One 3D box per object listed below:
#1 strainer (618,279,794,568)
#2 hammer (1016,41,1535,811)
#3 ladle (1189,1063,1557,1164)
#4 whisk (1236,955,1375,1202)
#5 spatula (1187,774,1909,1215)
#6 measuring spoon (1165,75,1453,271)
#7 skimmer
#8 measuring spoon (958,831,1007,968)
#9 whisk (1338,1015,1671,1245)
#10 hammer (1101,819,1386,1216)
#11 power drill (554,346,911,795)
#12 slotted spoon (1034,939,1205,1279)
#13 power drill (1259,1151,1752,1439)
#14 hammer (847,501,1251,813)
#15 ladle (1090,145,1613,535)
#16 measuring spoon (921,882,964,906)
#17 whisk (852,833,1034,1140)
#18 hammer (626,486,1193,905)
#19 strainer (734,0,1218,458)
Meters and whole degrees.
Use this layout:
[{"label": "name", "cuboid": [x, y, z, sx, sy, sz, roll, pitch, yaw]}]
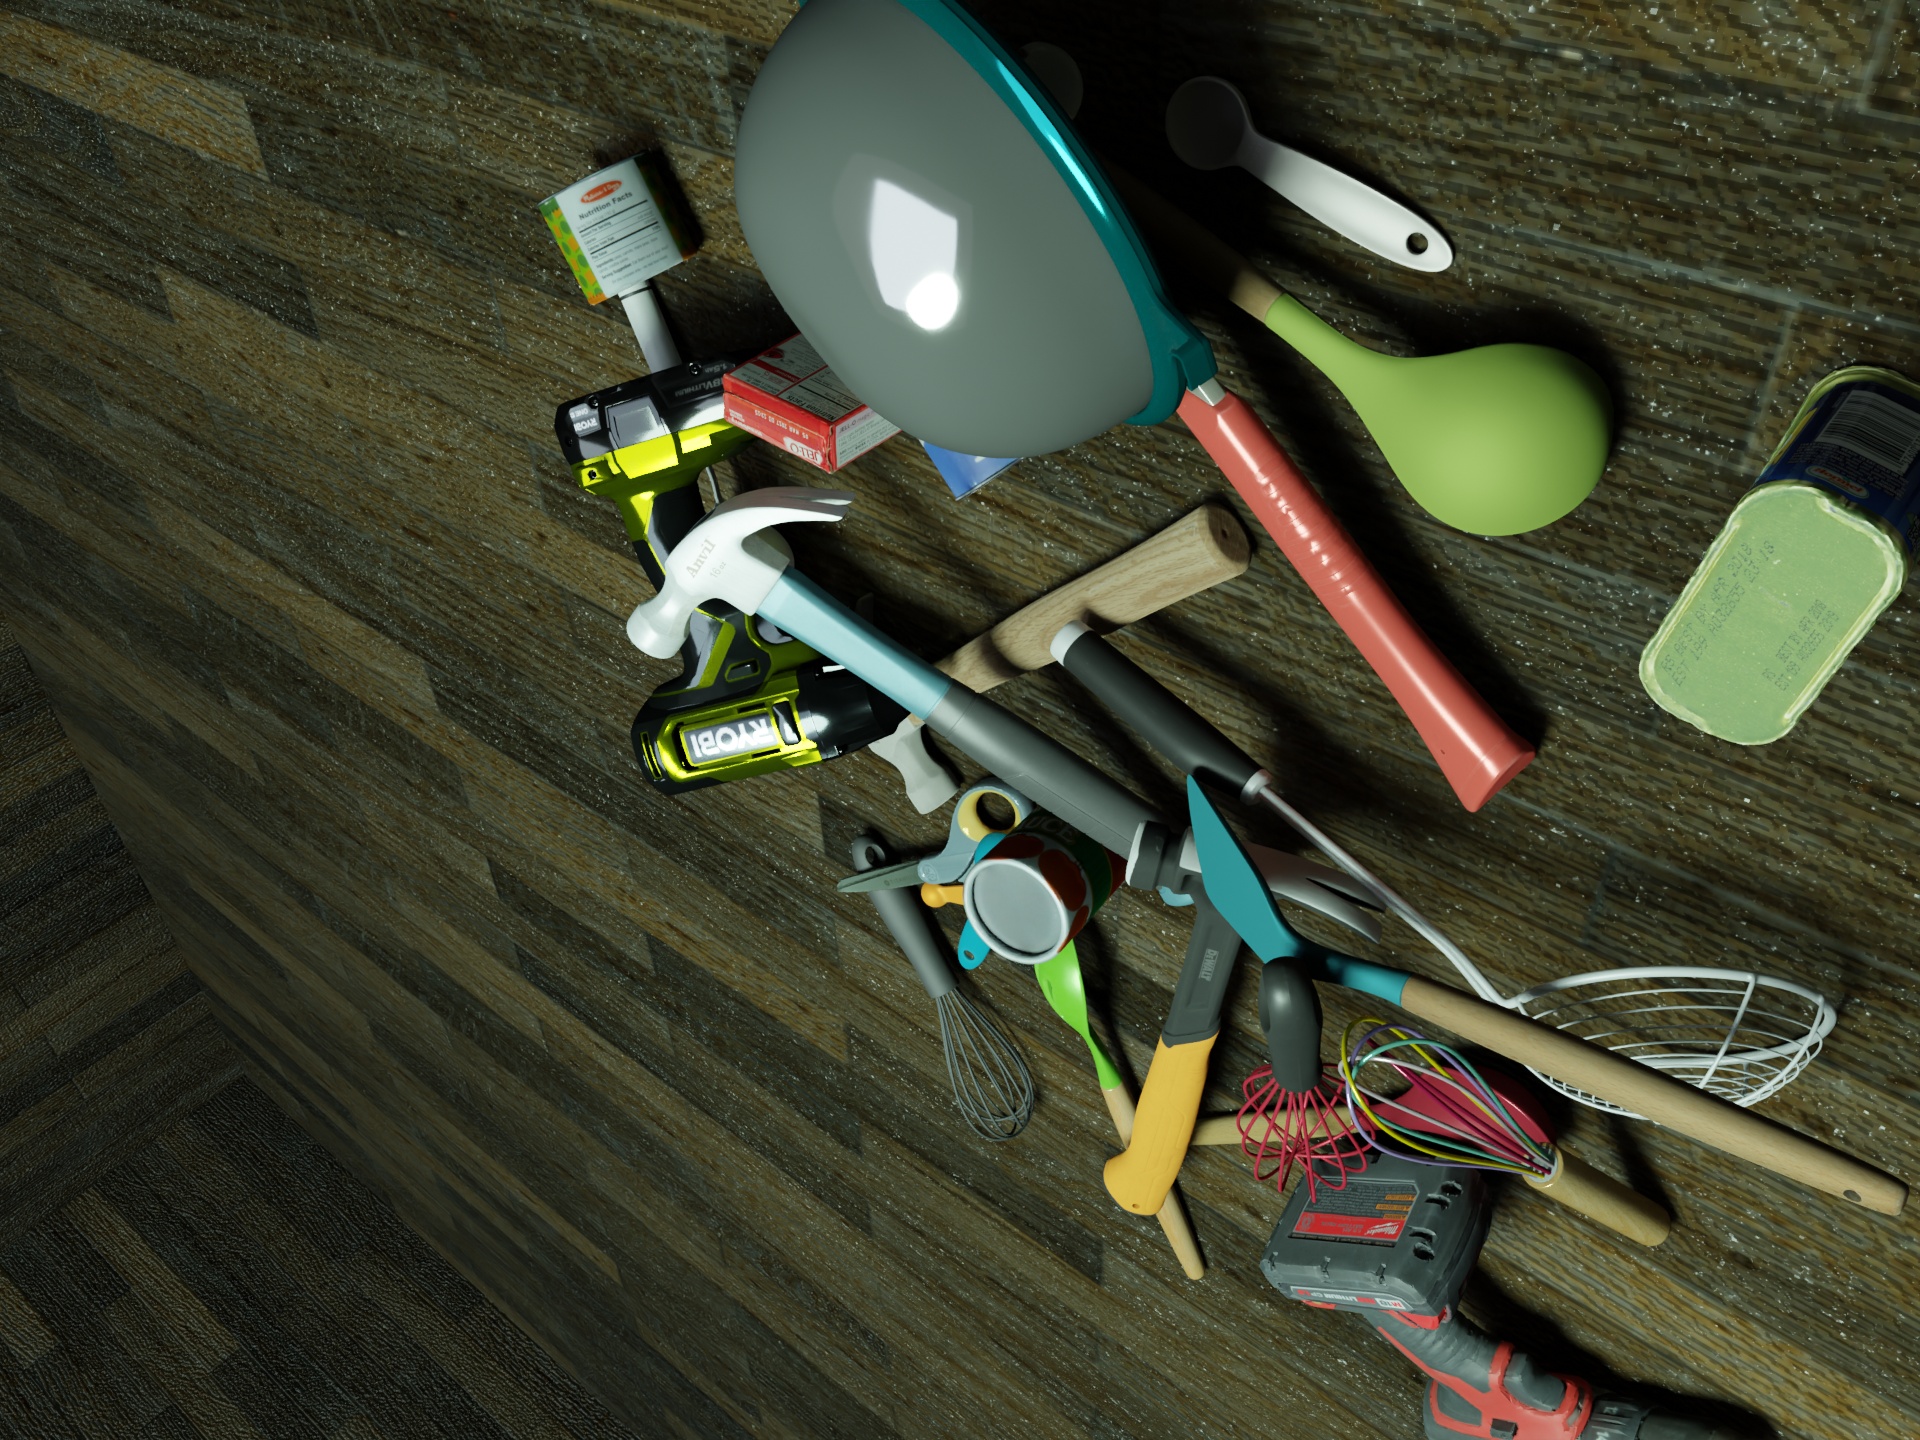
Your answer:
[{"label": "strainer", "cuboid": [-0.148, -0.153, 0.932, 0.087, 0.050, 0.258, -93, -17, -74]}, {"label": "hammer", "cuboid": [0.116, -0.107, 0.654, 0.359, 0.037, 0.149, 50, 176, -12]}, {"label": "ladle", "cuboid": [0.207, 0.226, 0.893, 0.069, 0.031, 0.315, 50, 147, -8]}, {"label": "whisk", "cuboid": [0.160, 0.170, 0.750, 0.073, 0.073, 0.295, 31, 163, 26]}, {"label": "spatula", "cuboid": [0.209, 0.110, 0.638, 0.318, 0.044, 0.082, 22, 140, 40]}, {"label": "measuring spoon", "cuboid": [0.133, -0.205, 0.601, 0.124, 0.018, 0.034, 35, 134, 11]}, {"label": "skimmer", "cuboid": [0.198, 0.049, 0.711, 0.363, 0.090, 0.127, 41, 163, 23]}, {"label": "measuring spoon", "cuboid": [0.014, 0.118, 0.969, 0.042, 0.021, 0.128, 33, 136, 14]}, {"label": "whisk", "cuboid": [0.250, 0.189, 0.716, 0.244, 0.051, 0.047, 31, -163, -30]}, {"label": "hammer", "cuboid": [0.133, 0.187, 0.890, 0.127, 0.034, 0.336, 15, 136, 9]}, {"label": "power drill", "cuboid": [-0.118, -0.081, 0.866, 0.171, 0.080, 0.223, -13, 101, 18]}, {"label": "slotted spoon", "cuboid": [0.105, 0.251, 1.018, 0.070, 0.031, 0.313, -116, 2, -64]}, {"label": "power drill", "cuboid": [0.288, 0.332, 0.839, 0.226, 0.080, 0.188, 49, 147, -16]}, {"label": "hammer", "cuboid": [0.030, -0.042, 0.842, 0.130, 0.031, 0.331, 55, 144, -6]}, {"label": "ladle", "cuboid": [0.113, -0.181, 0.629, 0.320, 0.062, 0.078, 43, 145, 22]}, {"label": "measuring spoon", "cuboid": [0.013, 0.116, 1.019, 0.117, 0.011, 0.021, -1, 120, 48]}, {"label": "whisk", "cuboid": [-0.014, 0.182, 1.081, 0.055, 0.055, 0.239, -17, 103, 53]}, {"label": "hammer", "cuboid": [-0.001, -0.003, 0.815, 0.331, 0.033, 0.128, 34, 119, -10]}, {"label": "strainer", "cuboid": [-0.059, -0.218, 0.588, 0.340, 0.095, 0.211, 49, 176, -10]}]
